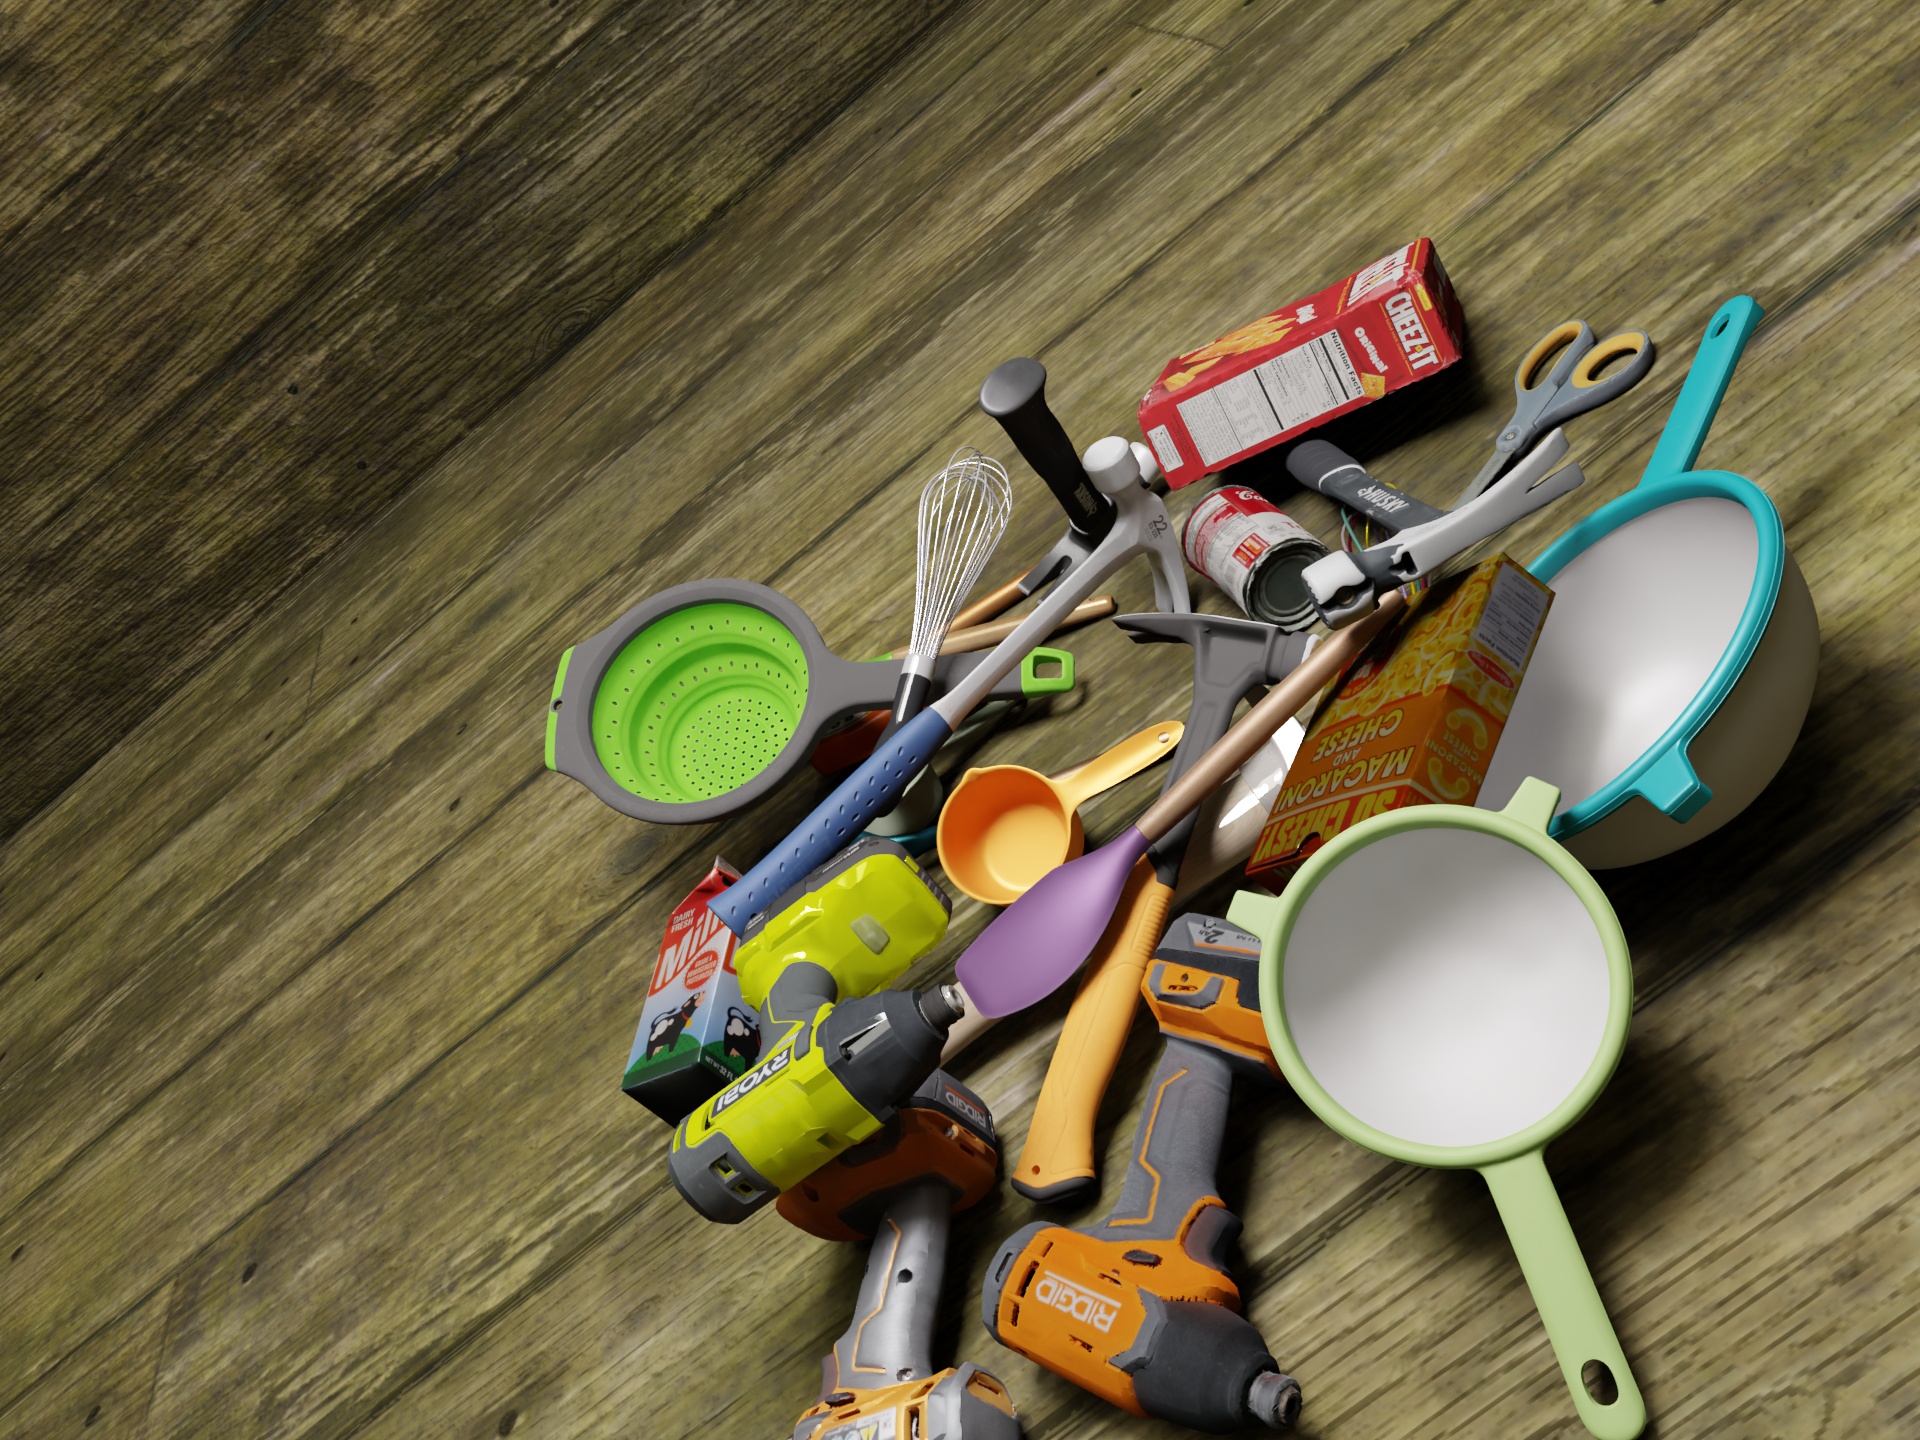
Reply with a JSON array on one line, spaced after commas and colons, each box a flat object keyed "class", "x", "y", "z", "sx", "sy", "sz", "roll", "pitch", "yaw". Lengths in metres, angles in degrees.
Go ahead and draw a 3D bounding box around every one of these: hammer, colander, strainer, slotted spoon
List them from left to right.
[{"class": "colander", "x": -0.106, "y": -0.005, "z": 1.190, "sx": 0.397, "sy": 0.094, "sz": 0.205, "roll": -4, "pitch": 62, "yaw": 12}, {"class": "slotted spoon", "x": -0.027, "y": -0.055, "z": 1.241, "sx": 0.314, "sy": 0.031, "sz": 0.070, "roll": -13, "pitch": 25, "yaw": 23}, {"class": "hammer", "x": -0.002, "y": -0.003, "z": 1.049, "sx": 0.405, "sy": 0.143, "sz": 0.035, "roll": -44, "pitch": 36, "yaw": -13}, {"class": "hammer", "x": 0.041, "y": 0.134, "z": 0.935, "sx": 0.410, "sy": 0.038, "sz": 0.146, "roll": -38, "pitch": 53, "yaw": 12}, {"class": "hammer", "x": 0.065, "y": -0.169, "z": 1.094, "sx": 0.035, "sy": 0.334, "sz": 0.146, "roll": 38, "pitch": 93, "yaw": 16}, {"class": "hammer", "x": 0.093, "y": 0.097, "z": 0.873, "sx": 0.127, "sy": 0.034, "sz": 0.337, "roll": 11, "pitch": 74, "yaw": 36}, {"class": "hammer", "x": 0.242, "y": -0.147, "z": 0.969, "sx": 0.149, "sy": 0.036, "sz": 0.409, "roll": -29, "pitch": 15, "yaw": 8}, {"class": "strainer", "x": 0.224, "y": 0.162, "z": 0.664, "sx": 0.151, "sy": 0.069, "sz": 0.257, "roll": -25, "pitch": 66, "yaw": 18}, {"class": "strainer", "x": 0.353, "y": -0.058, "z": 0.771, "sx": 0.340, "sy": 0.095, "sz": 0.211, "roll": -60, "pitch": 12, "yaw": -20}]

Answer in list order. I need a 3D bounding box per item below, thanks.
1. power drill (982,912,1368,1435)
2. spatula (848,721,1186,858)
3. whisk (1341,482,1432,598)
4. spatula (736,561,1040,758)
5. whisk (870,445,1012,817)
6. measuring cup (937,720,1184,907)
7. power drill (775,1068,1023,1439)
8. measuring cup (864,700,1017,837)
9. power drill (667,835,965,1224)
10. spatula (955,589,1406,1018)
[{"class": "power drill", "x": 0.122, "y": 0.213, "z": 0.745, "sx": 0.164, "sy": 0.084, "sz": 0.226, "roll": 6, "pitch": 59, "yaw": 49}, {"class": "spatula", "x": 0.020, "y": 0.068, "z": 1.064, "sx": 0.317, "sy": 0.082, "sz": 0.044, "roll": -24, "pitch": 9, "yaw": 20}, {"class": "whisk", "x": 0.268, "y": -0.060, "z": 0.939, "sx": 0.047, "sy": 0.051, "sz": 0.245, "roll": -44, "pitch": 31, "yaw": 33}, {"class": "spatula", "x": -0.046, "y": -0.058, "z": 1.296, "sx": 0.322, "sy": 0.041, "sz": 0.081, "roll": -32, "pitch": 35, "yaw": 16}, {"class": "whisk", "x": -0.020, "y": -0.064, "z": 1.117, "sx": 0.070, "sy": 0.070, "sz": 0.285, "roll": -5, "pitch": 63, "yaw": 46}, {"class": "measuring cup", "x": 0.070, "y": 0.054, "z": 1.000, "sx": 0.173, "sy": 0.052, "sz": 0.095, "roll": -32, "pitch": 68, "yaw": 9}, {"class": "power drill", "x": -0.059, "y": 0.314, "z": 0.828, "sx": 0.185, "sy": 0.084, "sz": 0.226, "roll": -30, "pitch": 38, "yaw": 24}, {"class": "measuring cup", "x": -0.013, "y": 0.035, "z": 1.159, "sx": 0.167, "sy": 0.038, "sz": 0.083, "roll": -34, "pitch": 22, "yaw": -15}, {"class": "power drill", "x": -0.067, "y": 0.158, "z": 0.879, "sx": 0.171, "sy": 0.080, "sz": 0.223, "roll": -37, "pitch": 16, "yaw": 13}, {"class": "spatula", "x": 0.118, "y": 0.045, "z": 0.849, "sx": 0.316, "sy": 0.018, "sz": 0.060, "roll": -45, "pitch": 49, "yaw": 8}]
